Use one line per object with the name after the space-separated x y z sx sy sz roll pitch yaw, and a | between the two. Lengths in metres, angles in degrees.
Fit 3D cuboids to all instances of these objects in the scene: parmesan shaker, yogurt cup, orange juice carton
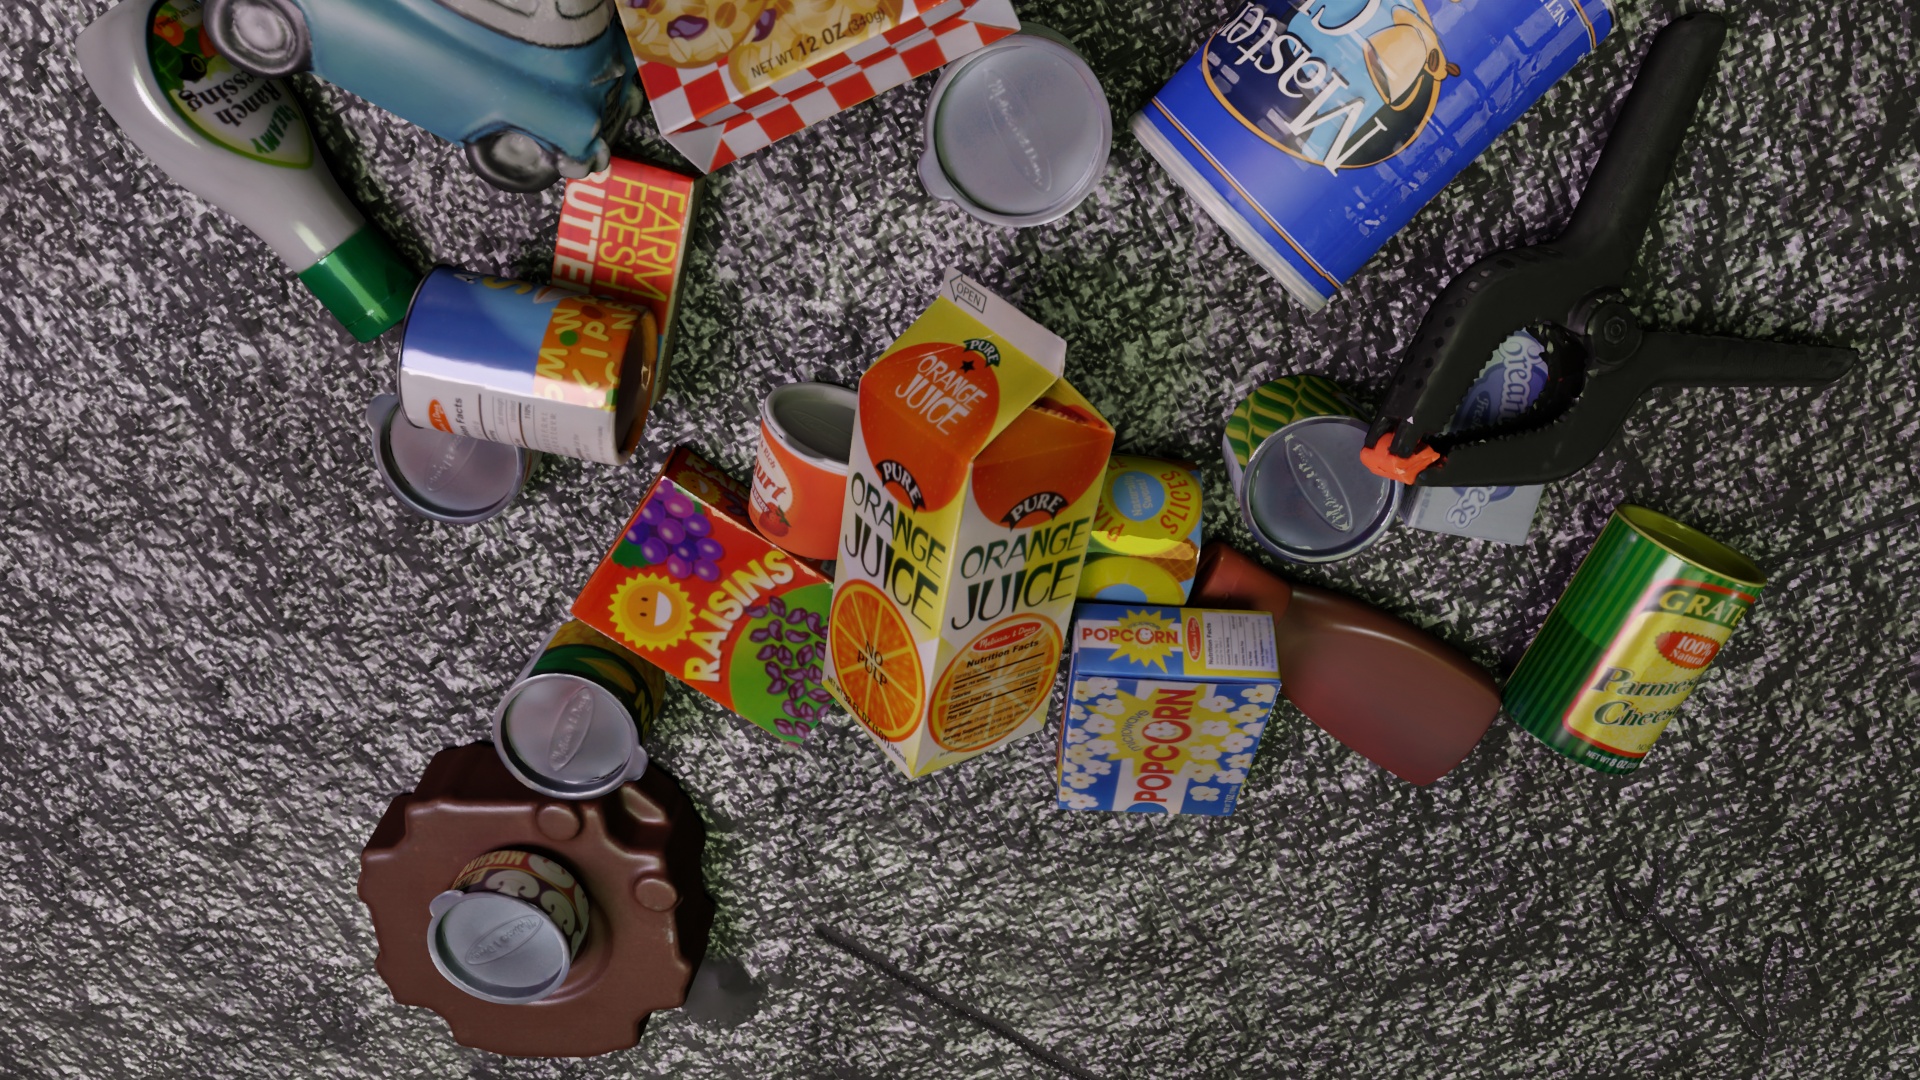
0.297 0.045 0.615 0.071 0.071 0.102 20 113 -6 | parmesan shaker
-0.058 -0.029 0.597 0.072 0.073 0.053 19 121 -6 | yogurt cup
0.002 -0.007 0.552 0.073 0.072 0.191 -15 130 -35 | orange juice carton

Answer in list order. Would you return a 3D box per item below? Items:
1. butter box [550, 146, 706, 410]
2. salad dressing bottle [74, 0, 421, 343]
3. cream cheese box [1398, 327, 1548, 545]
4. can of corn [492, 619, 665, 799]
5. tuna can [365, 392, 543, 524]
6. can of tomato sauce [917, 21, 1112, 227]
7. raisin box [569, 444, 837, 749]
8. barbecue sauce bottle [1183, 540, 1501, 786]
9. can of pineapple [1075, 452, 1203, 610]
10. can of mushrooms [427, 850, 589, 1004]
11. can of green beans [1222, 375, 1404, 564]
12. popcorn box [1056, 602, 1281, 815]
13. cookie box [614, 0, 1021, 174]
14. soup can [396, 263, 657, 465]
-0.143 -0.111 0.584 0.053 0.024 0.103 14 114 -5 | butter box
-0.278 -0.147 0.556 0.044 0.064 0.147 -19 122 30 | salad dressing bottle
0.229 -0.051 0.597 0.053 0.024 0.103 7 114 -3 | cream cheese box
-0.174 0.078 0.649 0.071 0.058 0.071 1 113 2 | can of corn
-0.222 -0.045 0.611 0.071 0.033 0.070 1 114 2 | tuna can
0.020 -0.158 0.526 0.071 0.083 0.071 1 114 2 | can of tomato sauce
-0.101 0.027 0.635 0.123 0.040 0.086 33 111 -13 | raisin box
0.169 0.052 0.634 0.148 0.044 0.064 31 113 -10 | barbecue sauce bottle
0.070 -0.006 0.598 0.058 0.071 0.070 6 114 -2 | can of pineapple
-0.211 0.178 0.646 0.071 0.033 0.070 2 116 4 | can of mushrooms
0.148 -0.031 0.590 0.071 0.058 0.071 1 114 2 | can of green beans
0.089 0.078 0.621 0.085 0.038 0.126 2 143 1 | popcorn box
-0.067 -0.230 0.478 0.123 0.040 0.167 -22 79 10 | cookie box
-0.169 -0.072 0.553 0.084 0.071 0.071 11 114 -2 | soup can
